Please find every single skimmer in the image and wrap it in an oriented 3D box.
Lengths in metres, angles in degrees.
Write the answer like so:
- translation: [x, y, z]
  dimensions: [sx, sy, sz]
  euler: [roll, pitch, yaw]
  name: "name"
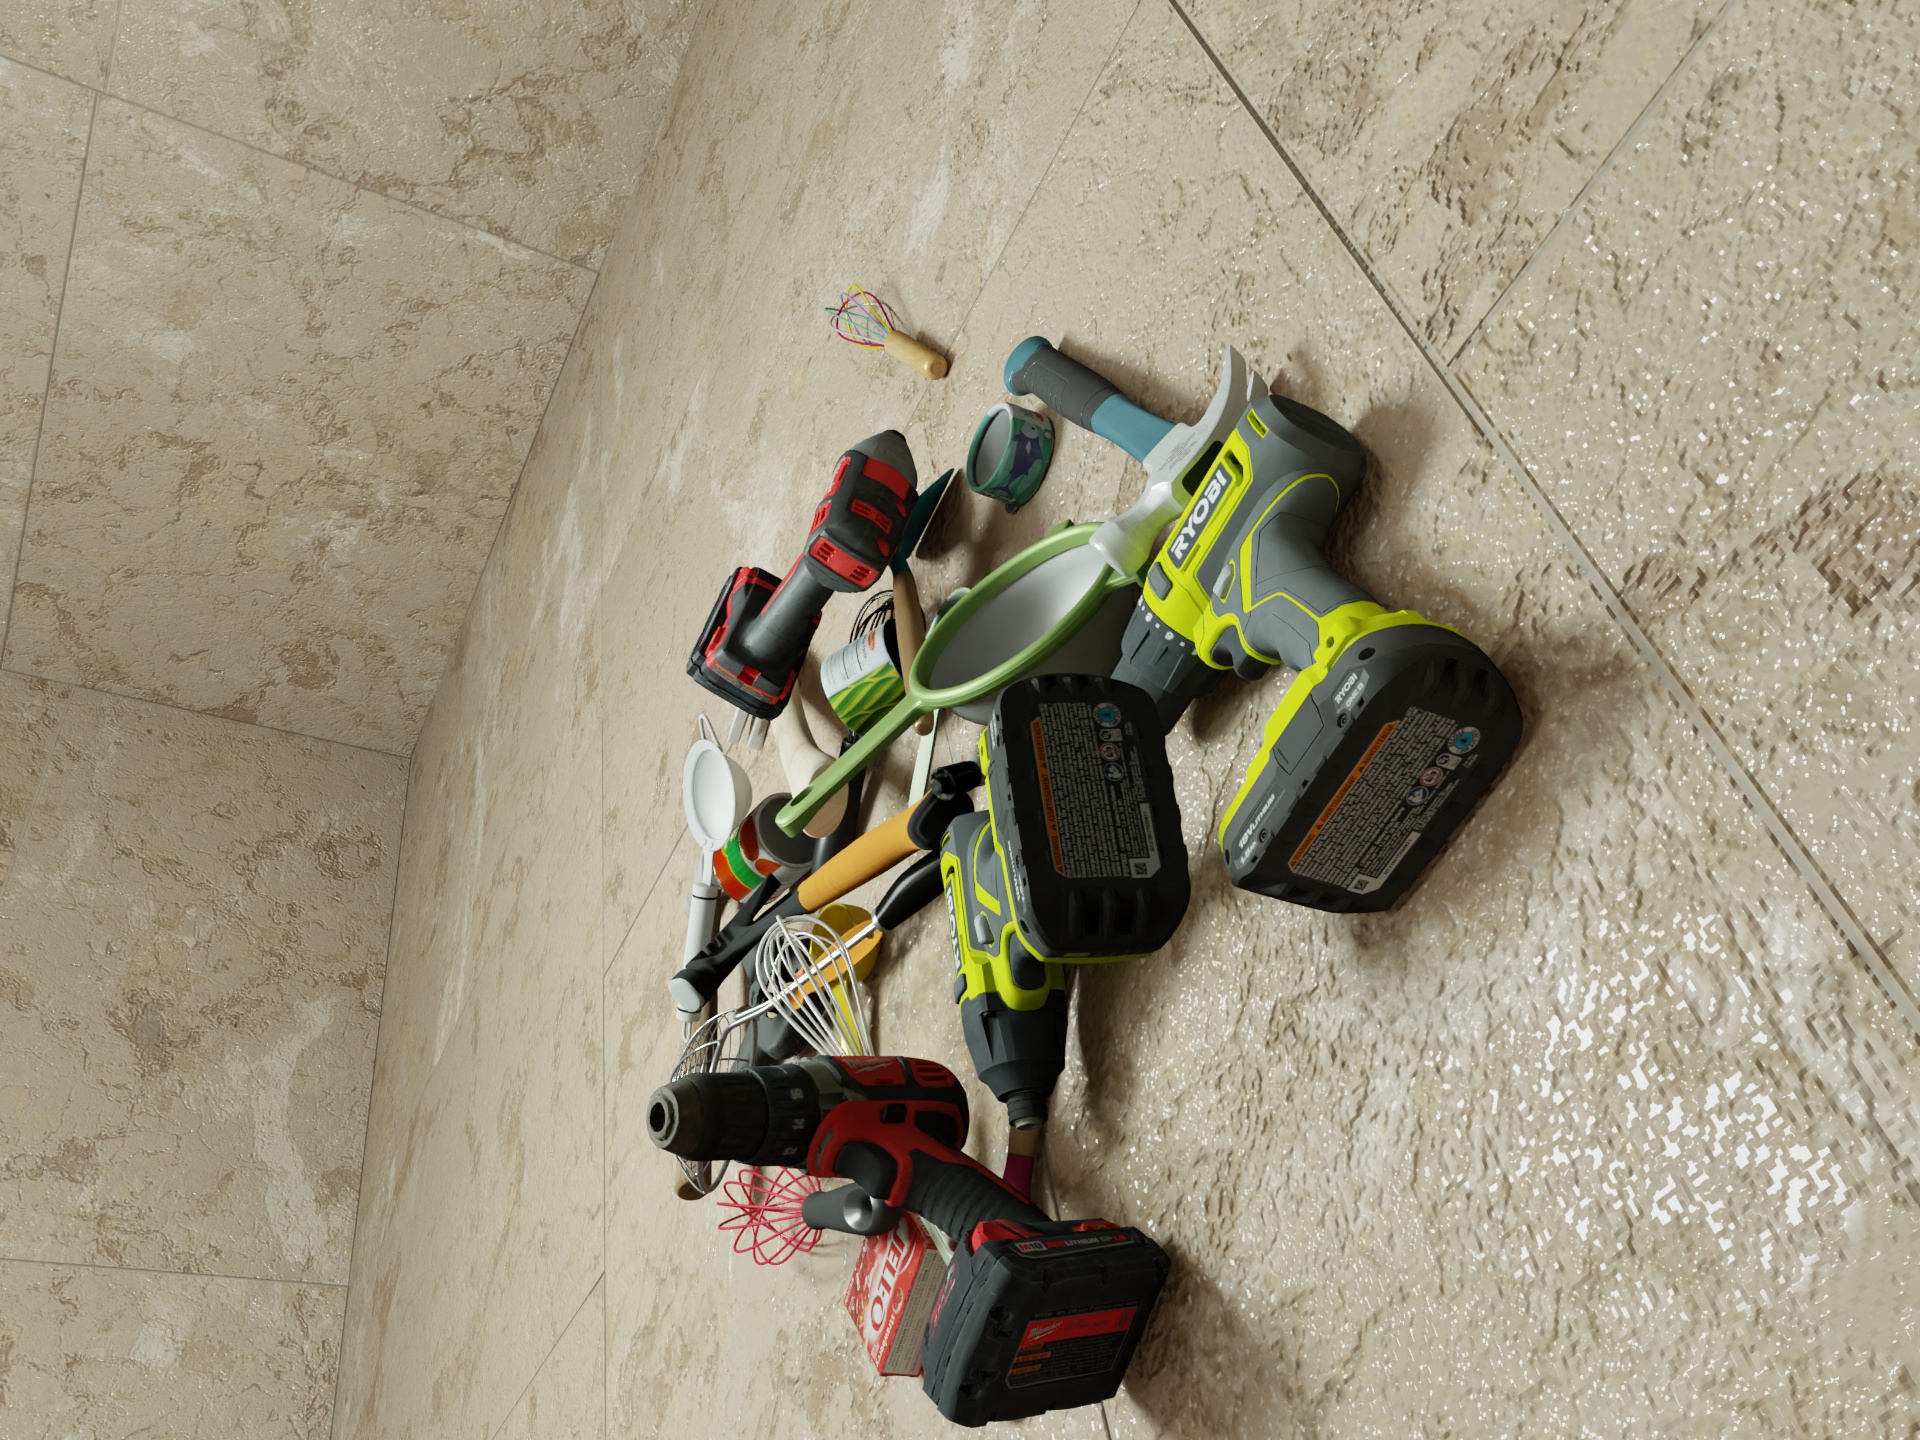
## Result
- translation: [-0.072, 0.182, 1.045]
  dimensions: [0.363, 0.090, 0.127]
  euler: [-40, 11, 24]
  name: "skimmer"

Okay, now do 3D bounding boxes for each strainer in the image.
- translation: [0.009, -0.007, 0.913]
  dimensions: [0.256, 0.069, 0.152]
  euler: [-42, 21, 0]
  name: "strainer"
- translation: [-0.195, 0.123, 1.229]
  dimensions: [0.087, 0.050, 0.258]
  euler: [15, 99, 53]
  name: "strainer"

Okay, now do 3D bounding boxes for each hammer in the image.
- translation: [-0.210, 0.233, 1.303]
  dimensions: [0.332, 0.031, 0.130]
  euler: [-96, 20, -45]
  name: "hammer"
- translation: [0.084, -0.184, 0.948]
  dimensions: [0.128, 0.033, 0.331]
  euler: [-45, 26, 7]
  name: "hammer"
- translation: [-0.137, 0.012, 1.255]
  dimensions: [0.411, 0.038, 0.146]
  euler: [-123, 51, -69]
  name: "hammer"
- translation: [-0.087, 0.108, 1.073]
  dimensions: [0.337, 0.034, 0.127]
  euler: [-35, 9, 50]
  name: "hammer"

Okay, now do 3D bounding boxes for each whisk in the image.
- translation: [-0.074, 0.019, 1.189]
  dimensions: [0.055, 0.055, 0.239]
  euler: [-142, 64, -63]
  name: "whisk"
- translation: [-0.053, 0.216, 0.941]
  dimensions: [0.247, 0.058, 0.059]
  euler: [56, 170, 26]
  name: "whisk"
- translation: [-0.096, 0.312, 1.013]
  dimensions: [0.296, 0.073, 0.073]
  euler: [144, 135, -61]
  name: "whisk"
- translation: [-0.064, -0.331, 1.360]
  dimensions: [0.047, 0.051, 0.245]
  euler: [-62, 30, 13]
  name: "whisk"

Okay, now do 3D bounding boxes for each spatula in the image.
- translation: [-0.026, -0.080, 1.085]
  dimensions: [0.082, 0.044, 0.318]
  euler: [-60, 21, 28]
  name: "spatula"

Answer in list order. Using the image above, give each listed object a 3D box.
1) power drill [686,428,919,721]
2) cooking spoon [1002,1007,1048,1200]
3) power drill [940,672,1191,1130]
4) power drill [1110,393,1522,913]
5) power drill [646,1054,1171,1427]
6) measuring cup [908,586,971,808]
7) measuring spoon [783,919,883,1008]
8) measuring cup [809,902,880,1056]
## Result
- translation: [-0.104, -0.109, 1.134]
  dimensions: [0.219, 0.078, 0.143]
  euler: [-44, 21, 43]
  name: "power drill"
- translation: [0.038, 0.213, 0.877]
  dimensions: [0.069, 0.017, 0.319]
  euler: [-7, 70, 48]
  name: "cooking spoon"
- translation: [0.040, 0.093, 0.787]
  dimensions: [0.223, 0.080, 0.171]
  euler: [108, 157, -58]
  name: "power drill"
- translation: [0.141, -0.020, 0.728]
  dimensions: [0.190, 0.080, 0.229]
  euler: [-61, 26, 27]
  name: "power drill"
- translation: [-0.032, 0.235, 0.776]
  dimensions: [0.227, 0.187, 0.080]
  euler: [31, 104, 47]
  name: "power drill"
- translation: [-0.002, -0.003, 1.058]
  dimensions: [0.083, 0.038, 0.167]
  euler: [11, 88, 65]
  name: "measuring cup"
- translation: [-0.087, 0.168, 1.103]
  dimensions: [0.117, 0.011, 0.021]
  euler: [-42, 77, 34]
  name: "measuring spoon"
- translation: [-0.070, 0.202, 1.108]
  dimensions: [0.062, 0.029, 0.157]
  euler: [-37, 56, 41]
  name: "measuring cup"
